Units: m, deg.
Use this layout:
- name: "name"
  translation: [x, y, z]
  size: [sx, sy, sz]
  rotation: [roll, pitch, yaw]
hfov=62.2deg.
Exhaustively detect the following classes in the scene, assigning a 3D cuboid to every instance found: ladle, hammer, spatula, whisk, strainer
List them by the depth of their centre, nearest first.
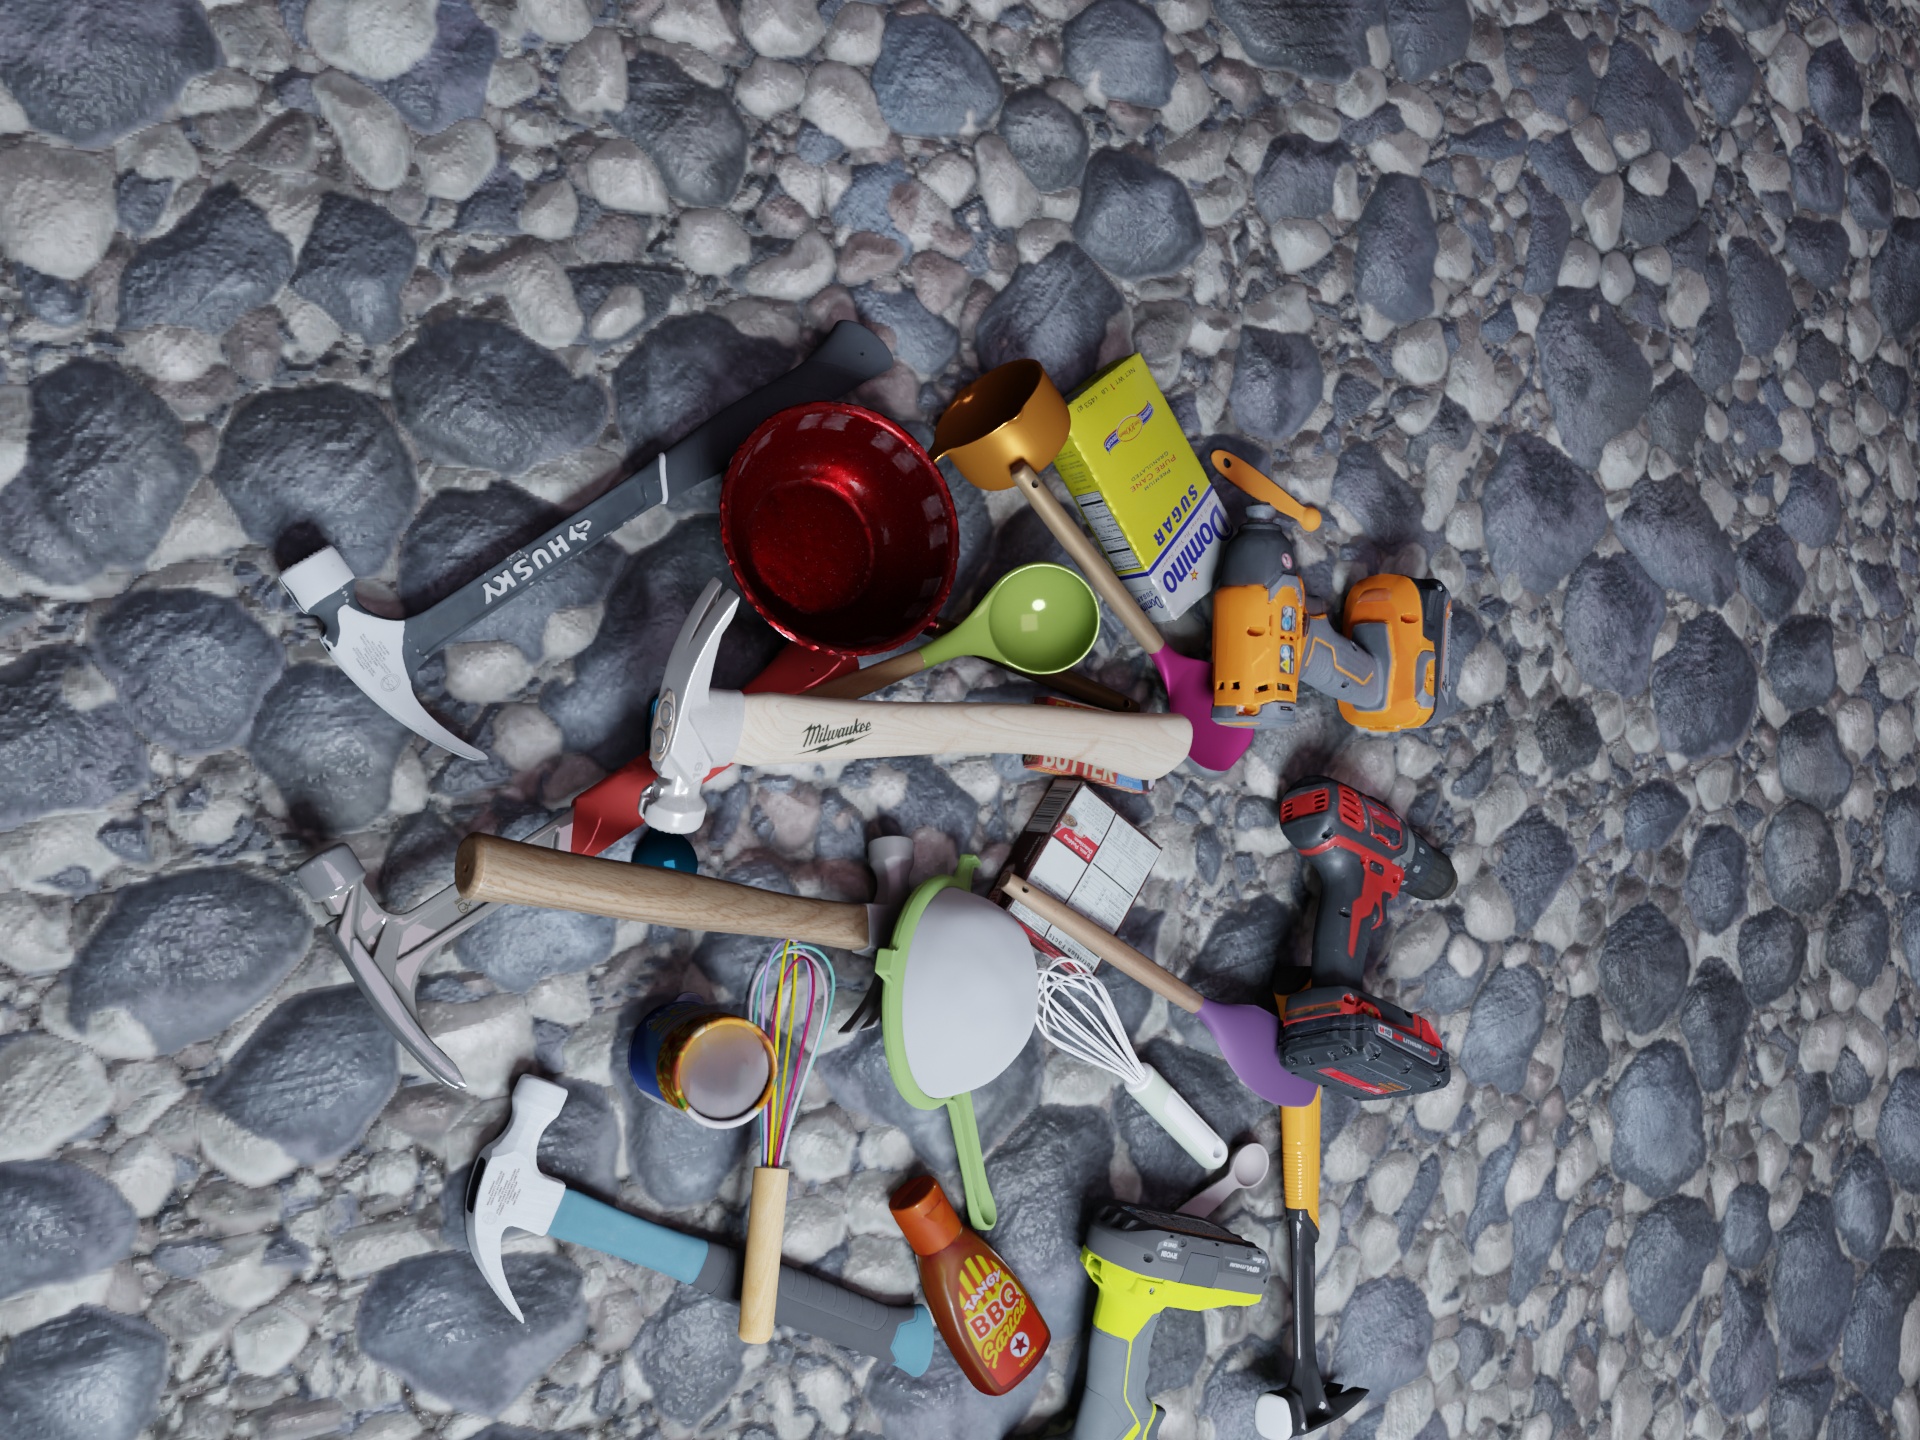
- name: "hammer"
  translation: [-0.141, 0.110, 0.929]
  size: [0.331, 0.031, 0.130]
  rotation: [17, 60, -45]
- name: "hammer"
  translation: [-0.195, 0.056, 0.947]
  size: [0.359, 0.037, 0.149]
  rotation: [-35, 97, -32]
- name: "hammer"
  translation: [-0.196, -0.135, 0.980]
  size: [0.409, 0.036, 0.149]
  rotation: [-39, 107, -26]
- name: "hammer"
  translation: [-0.150, 0.338, 0.983]
  size: [0.330, 0.033, 0.128]
  rotation: [31, 72, -25]
- name: "whisk"
  translation: [-0.113, 0.254, 0.985]
  size: [0.051, 0.047, 0.245]
  rotation: [11, 74, -23]
- name: "hammer"
  translation: [-0.002, -0.003, 1.008]
  size: [0.410, 0.038, 0.146]
  rotation: [2, 114, -38]
- name: "ladle"
  translation: [-0.041, -0.029, 1.010]
  size: [0.320, 0.062, 0.078]
  rotation: [-24, 111, -33]
- name: "strainer"
  translation: [0.018, 0.225, 1.037]
  size: [0.151, 0.069, 0.256]
  rotation: [-43, 128, -59]
- name: "ladle"
  translation: [0.001, -0.055, 1.094]
  size: [0.315, 0.031, 0.069]
  rotation: [20, 77, -29]
- name: "spatula"
  translation: [0.148, 0.191, 1.124]
  size: [0.315, 0.018, 0.060]
  rotation: [35, 65, -23]
- name: "whisk"
  translation: [0.123, 0.248, 1.125]
  size: [0.246, 0.059, 0.058]
  rotation: [48, 55, -30]
- name: "hammer"
  translation: [0.263, 0.356, 1.206]
  size: [0.127, 0.034, 0.337]
  rotation: [10, 77, -50]

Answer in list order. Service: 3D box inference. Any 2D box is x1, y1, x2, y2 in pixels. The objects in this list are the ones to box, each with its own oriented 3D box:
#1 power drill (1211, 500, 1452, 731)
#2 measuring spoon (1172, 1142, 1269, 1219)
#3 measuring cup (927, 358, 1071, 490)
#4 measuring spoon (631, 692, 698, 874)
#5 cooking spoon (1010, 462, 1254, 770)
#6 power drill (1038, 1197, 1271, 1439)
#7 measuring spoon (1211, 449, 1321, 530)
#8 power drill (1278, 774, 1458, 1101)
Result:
- name: "power drill"
  translation: [0.277, -0.072, 1.200]
  size: [0.226, 0.084, 0.164]
  rotation: [4, 87, -40]
- name: "measuring spoon"
  translation: [0.179, 0.355, 1.184]
  size: [0.124, 0.018, 0.034]
  rotation: [-32, 109, -20]
- name: "measuring cup"
  translation: [0.002, -0.168, 1.079]
  size: [0.173, 0.095, 0.052]
  rotation: [-45, 122, -3]
- name: "measuring spoon"
  translation: [-0.182, 0.046, 0.985]
  size: [0.042, 0.021, 0.128]
  rotation: [-1, 88, -30]
- name: "cooking spoon"
  translation: [0.126, -0.069, 1.131]
  size: [0.069, 0.017, 0.318]
  rotation: [-49, 126, -9]
- name: "power drill"
  translation: [0.136, 0.467, 1.113]
  size: [0.190, 0.080, 0.228]
  rotation: [20, 83, -28]
- name: "measuring spoon"
  translation: [0.241, -0.181, 1.243]
  size: [0.116, 0.011, 0.021]
  rotation: [27, 75, -26]
- name: "power drill"
  translation: [0.319, 0.169, 1.212]
  size: [0.187, 0.080, 0.227]
  rotation: [27, 56, -34]
